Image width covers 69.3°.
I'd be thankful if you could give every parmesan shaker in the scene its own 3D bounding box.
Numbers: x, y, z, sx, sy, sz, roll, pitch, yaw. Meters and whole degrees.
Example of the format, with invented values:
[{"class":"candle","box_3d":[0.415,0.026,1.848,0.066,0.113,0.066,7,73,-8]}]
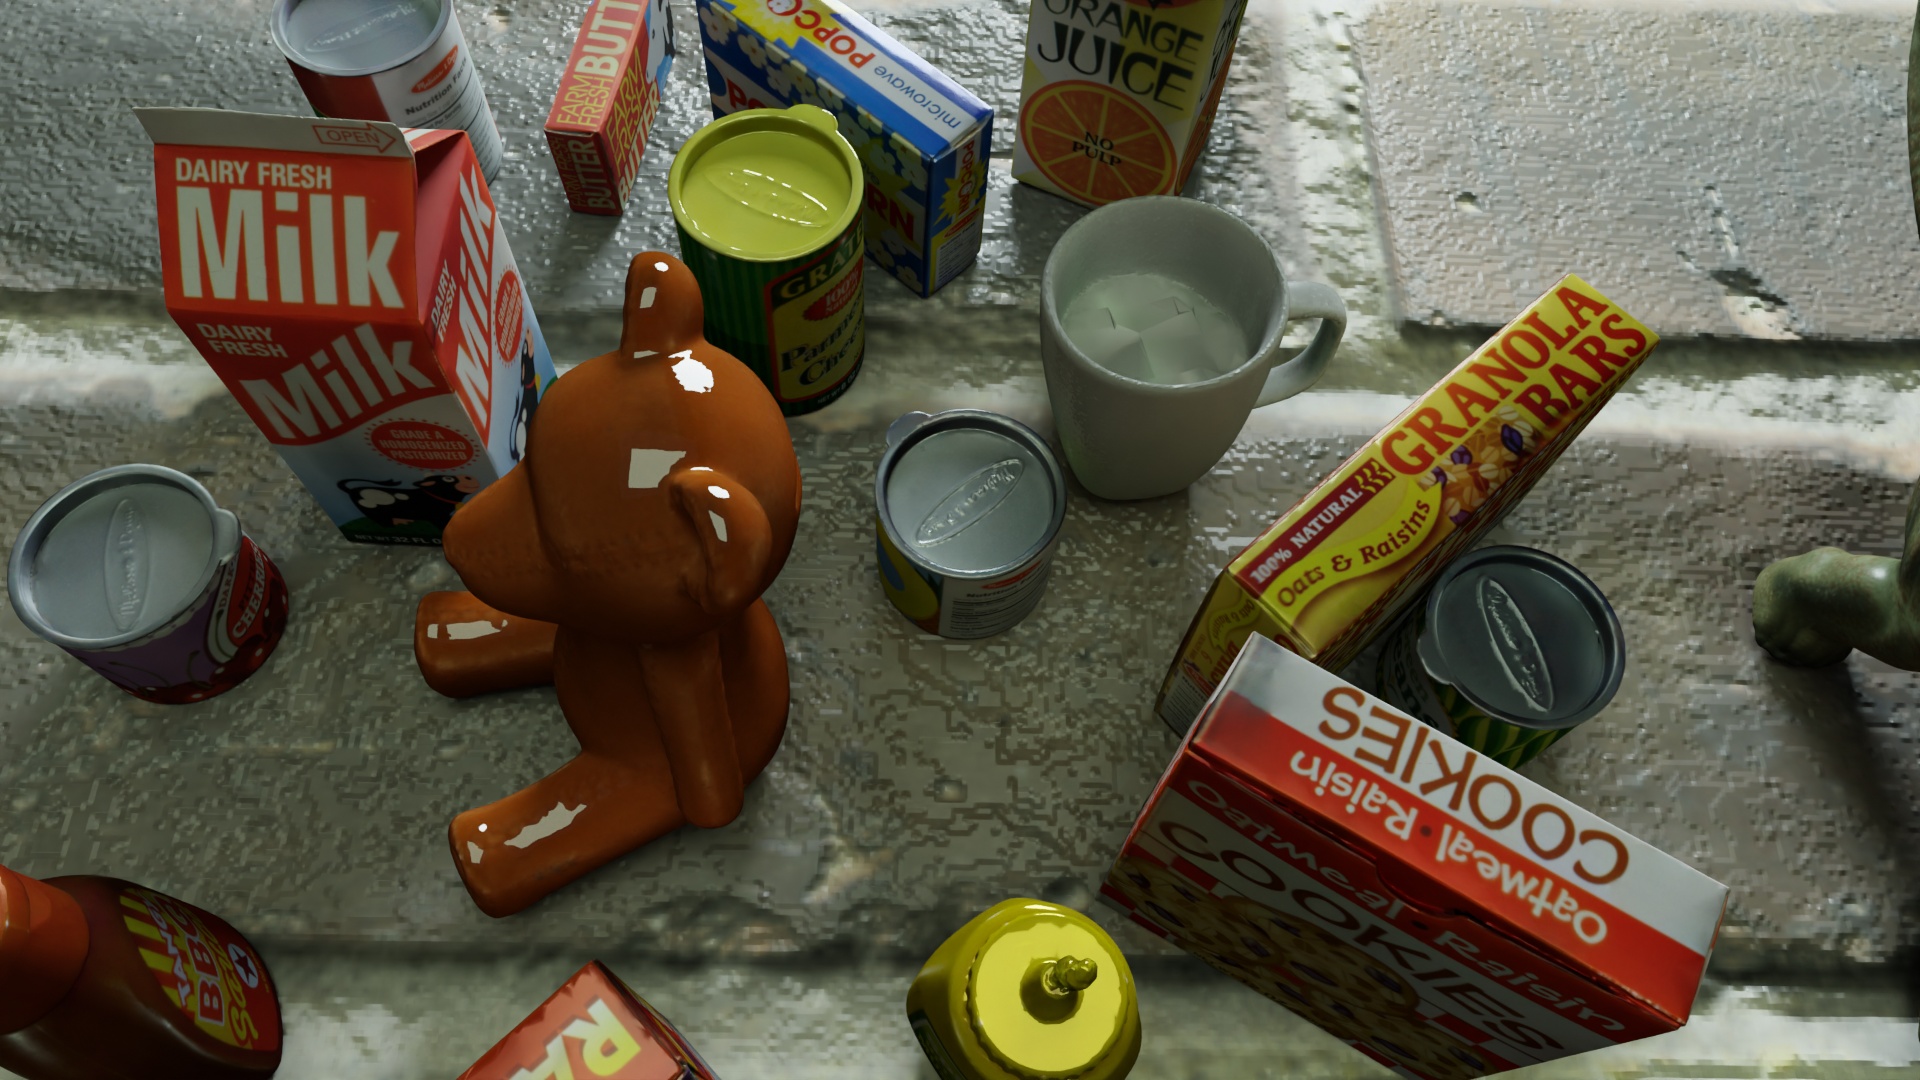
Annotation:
[{"class":"parmesan shaker","box_3d":[-0.067,-0.101,0.518,0.071,0.102,0.071,1,64,-2]}]

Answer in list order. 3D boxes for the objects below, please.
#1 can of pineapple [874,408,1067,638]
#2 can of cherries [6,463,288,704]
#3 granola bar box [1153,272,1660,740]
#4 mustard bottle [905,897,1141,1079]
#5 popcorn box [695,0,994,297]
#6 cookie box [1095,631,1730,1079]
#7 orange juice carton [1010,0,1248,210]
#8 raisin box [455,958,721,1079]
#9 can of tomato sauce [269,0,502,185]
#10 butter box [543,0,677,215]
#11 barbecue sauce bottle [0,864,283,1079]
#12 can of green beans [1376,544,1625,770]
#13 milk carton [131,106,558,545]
[{"class":"can of pineapple","box_3d":[0.002,-0.006,0.499,0.071,0.057,0.071,1,64,-2]},{"class":"can of cherries","box_3d":[-0.271,0.016,0.473,0.071,0.058,0.072,1,64,-2]},{"class":"granola bar box","box_3d":[0.143,-0.002,0.467,0.166,0.123,0.039,-38,71,-19]},{"class":"mustard bottle","box_3d":[0.018,0.128,0.376,0.049,0.159,0.065,-38,71,-19]},{"class":"popcorn box","box_3d":[-0.046,-0.167,0.561,0.127,0.085,0.038,39,68,15]},{"class":"cookie box","box_3d":[0.110,0.100,0.391,0.123,0.166,0.040,28,66,11]},{"class":"orange juice carton","box_3d":[0.072,-0.214,0.531,0.073,0.191,0.072,23,65,8]},{"class":"raisin box","box_3d":[-0.109,0.164,0.372,0.086,0.123,0.040,-40,72,-19]},{"class":"can of tomato sauce","box_3d":[-0.230,-0.184,0.561,0.071,0.082,0.071,1,64,-2]},{"class":"butter box","box_3d":[-0.146,-0.193,0.587,0.024,0.053,0.104,9,64,1]},{"class":"barbecue sauce bottle","box_3d":[-0.235,0.119,0.374,0.044,0.148,0.065,-31,69,-16]},{"class":"can of green beans","box_3d":[0.186,0.043,0.484,0.071,0.057,0.071,1,64,-2]},{"class":"milk carton","box_3d":[-0.187,-0.070,0.447,0.072,0.189,0.074,2,64,-2]}]
